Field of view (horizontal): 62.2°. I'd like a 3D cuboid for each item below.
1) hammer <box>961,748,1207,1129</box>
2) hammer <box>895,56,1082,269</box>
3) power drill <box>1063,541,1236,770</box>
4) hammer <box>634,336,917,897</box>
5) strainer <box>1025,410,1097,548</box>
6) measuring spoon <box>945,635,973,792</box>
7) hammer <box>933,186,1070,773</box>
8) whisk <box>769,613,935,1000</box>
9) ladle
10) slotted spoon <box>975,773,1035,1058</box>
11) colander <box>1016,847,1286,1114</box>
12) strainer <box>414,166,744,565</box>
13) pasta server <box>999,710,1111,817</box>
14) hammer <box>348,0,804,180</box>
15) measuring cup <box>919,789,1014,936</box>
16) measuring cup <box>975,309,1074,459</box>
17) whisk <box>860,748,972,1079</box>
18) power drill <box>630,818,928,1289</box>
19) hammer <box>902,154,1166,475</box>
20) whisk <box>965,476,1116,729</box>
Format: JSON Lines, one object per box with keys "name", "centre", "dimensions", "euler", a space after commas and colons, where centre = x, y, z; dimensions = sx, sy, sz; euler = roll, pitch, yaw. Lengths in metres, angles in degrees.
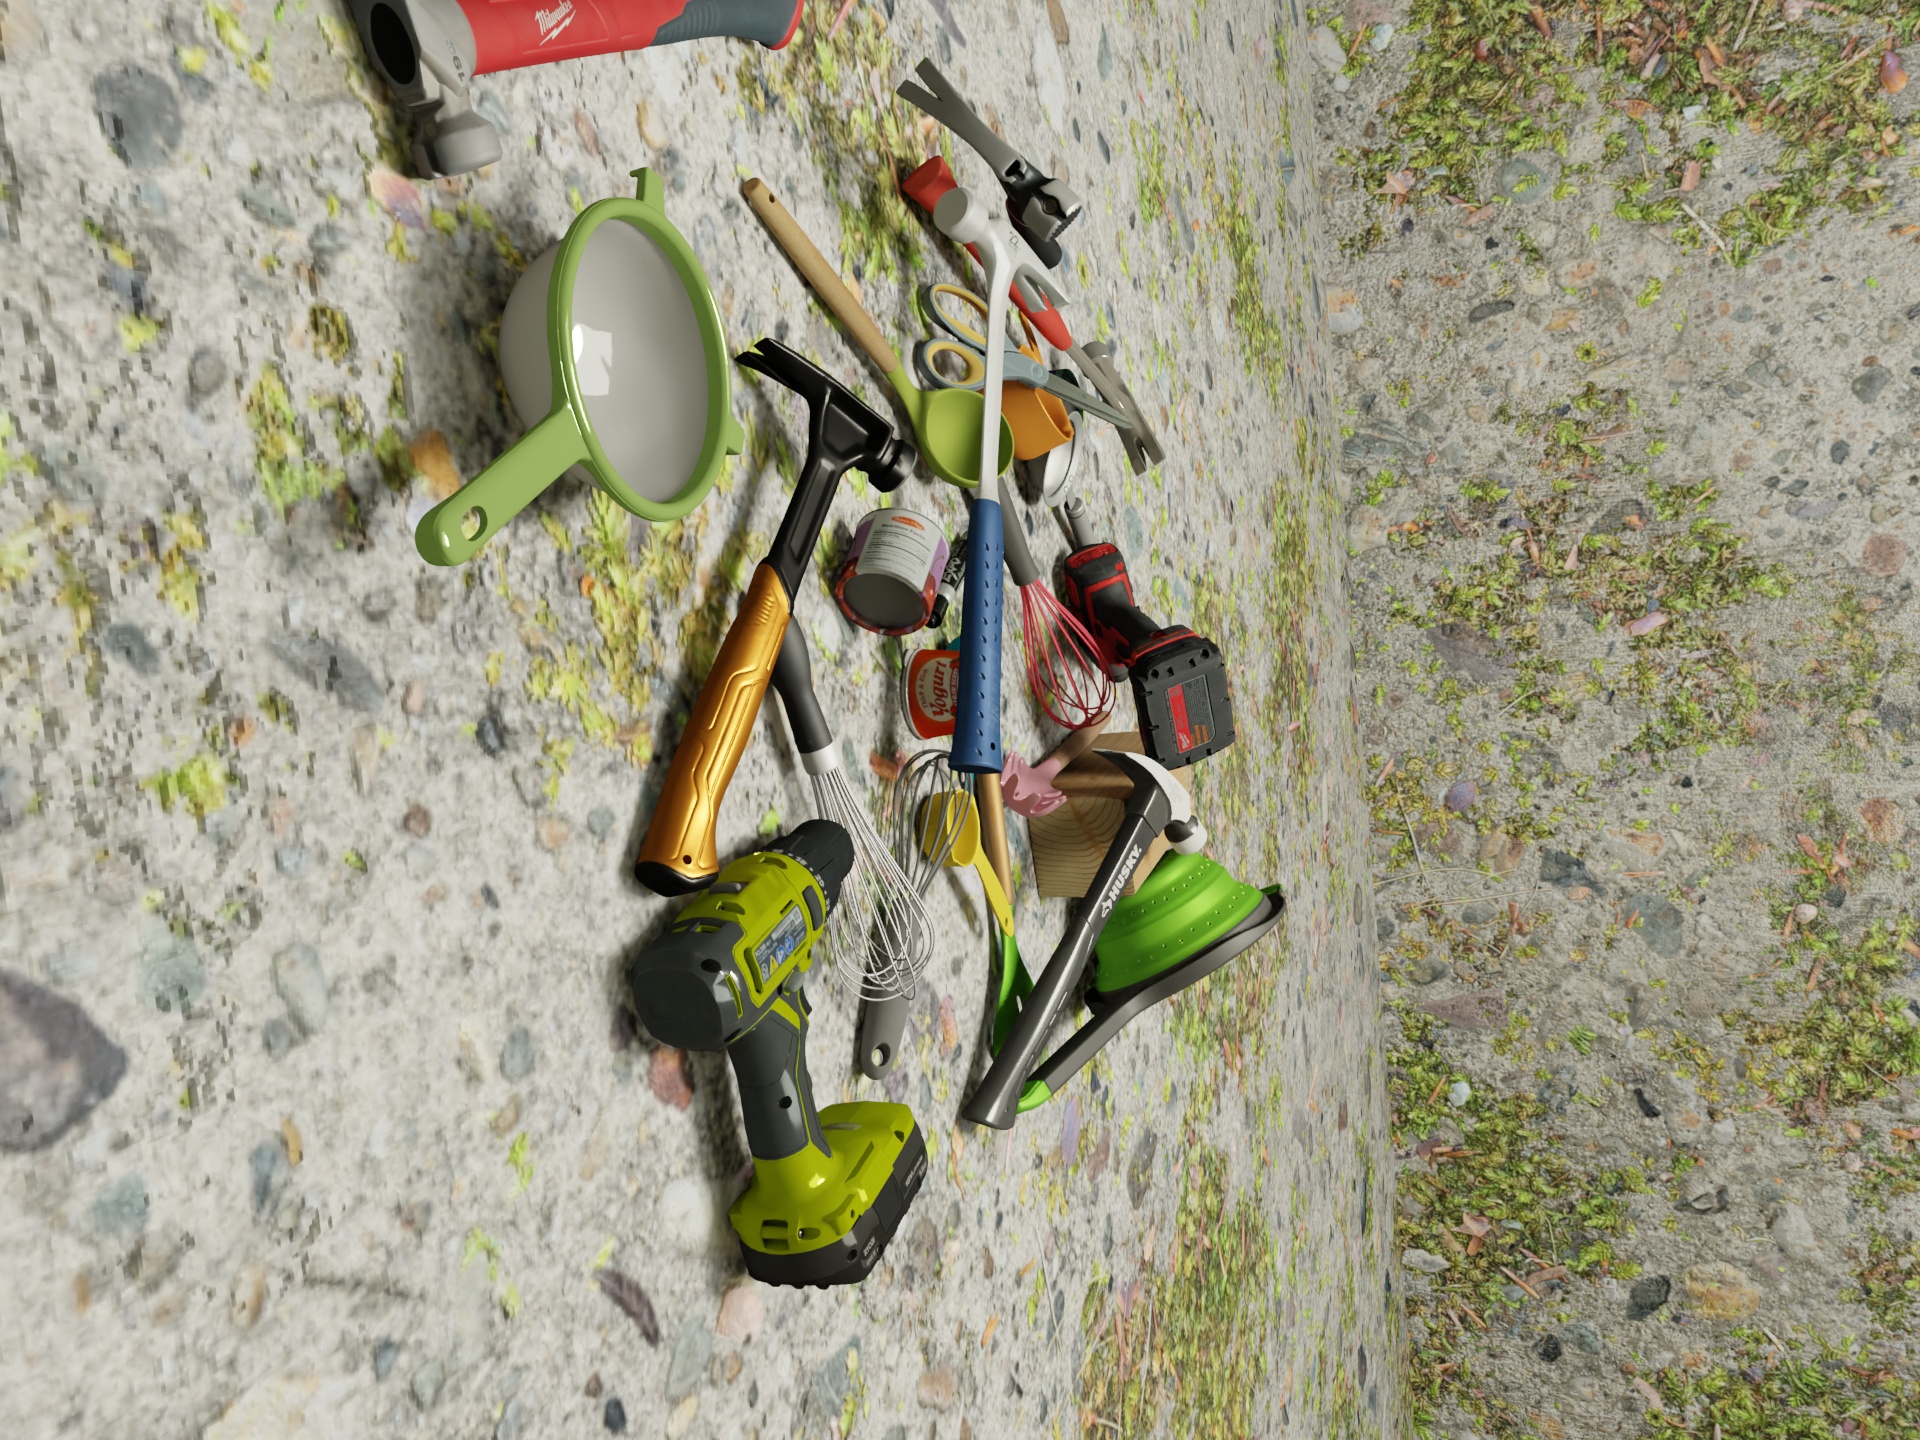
{"name": "hammer", "centre": [0.091, 0.174, 1.261], "dimensions": [0.146, 0.035, 0.335], "euler": [52, 58, -36]}
{"name": "hammer", "centre": [0.041, -0.402, 1.229], "dimensions": [0.149, 0.036, 0.409], "euler": [45, 10, 0]}
{"name": "power drill", "centre": [0.161, -0.056, 1.431], "dimensions": [0.220, 0.078, 0.143], "euler": [-121, -168, -53]}
{"name": "hammer", "centre": [-0.118, -0.059, 0.897], "dimensions": [0.127, 0.034, 0.337], "euler": [35, 56, -31]}
{"name": "strainer", "centre": [0.100, -0.200, 1.460], "dimensions": [0.087, 0.050, 0.258], "euler": [-63, 153, -21]}
{"name": "measuring spoon", "centre": [-0.002, -0.004, 1.224], "dimensions": [0.042, 0.021, 0.128], "euler": [-51, 142, -68]}
{"name": "hammer", "centre": [0.023, -0.163, 1.134], "dimensions": [0.144, 0.035, 0.406], "euler": [19, 70, -55]}
{"name": "whisk", "centre": [-0.077, 0.051, 0.984], "dimensions": [0.070, 0.070, 0.284], "euler": [-51, 128, -58]}
{"name": "ladle", "centre": [-0.050, -0.262, 1.092], "dimensions": [0.319, 0.062, 0.078], "euler": [44, 50, -54]}
{"name": "slotted spoon", "centre": [0.031, 0.121, 1.264], "dimensions": [0.070, 0.031, 0.314], "euler": [-17, 101, -62]}
{"name": "colander", "centre": [0.137, 0.207, 1.387], "dimensions": [0.397, 0.204, 0.094], "euler": [-31, 91, -46]}
{"name": "strainer", "centre": [-0.189, -0.139, 0.724], "dimensions": [0.256, 0.069, 0.151], "euler": [-63, 144, -50]}
{"name": "pasta server", "centre": [0.094, 0.028, 1.412], "dimensions": [0.060, 0.040, 0.316], "euler": [42, 23, 6]}
{"name": "hammer", "centre": [-0.180, -0.382, 0.824], "dimensions": [0.386, 0.038, 0.143], "euler": [-53, 133, -57]}
{"name": "measuring cup", "centre": [0.006, 0.114, 1.200], "dimensions": [0.062, 0.029, 0.156], "euler": [-72, 149, -41]}
{"name": "measuring cup", "centre": [0.045, -0.287, 1.336], "dimensions": [0.095, 0.052, 0.174], "euler": [48, 22, -40]}
{"name": "whisk", "centre": [-0.033, 0.128, 1.086], "dimensions": [0.055, 0.055, 0.239], "euler": [49, 47, -55]}
{"name": "power drill", "centre": [-0.091, 0.182, 0.904], "dimensions": [0.190, 0.080, 0.228], "euler": [-47, 127, -59]}
{"name": "hammer", "centre": [0.064, -0.339, 1.318], "dimensions": [0.358, 0.036, 0.149], "euler": [34, 29, -53]}
{"name": "whisk", "centre": [0.062, -0.104, 1.332], "dimensions": [0.295, 0.073, 0.073], "euler": [63, 32, -33]}
